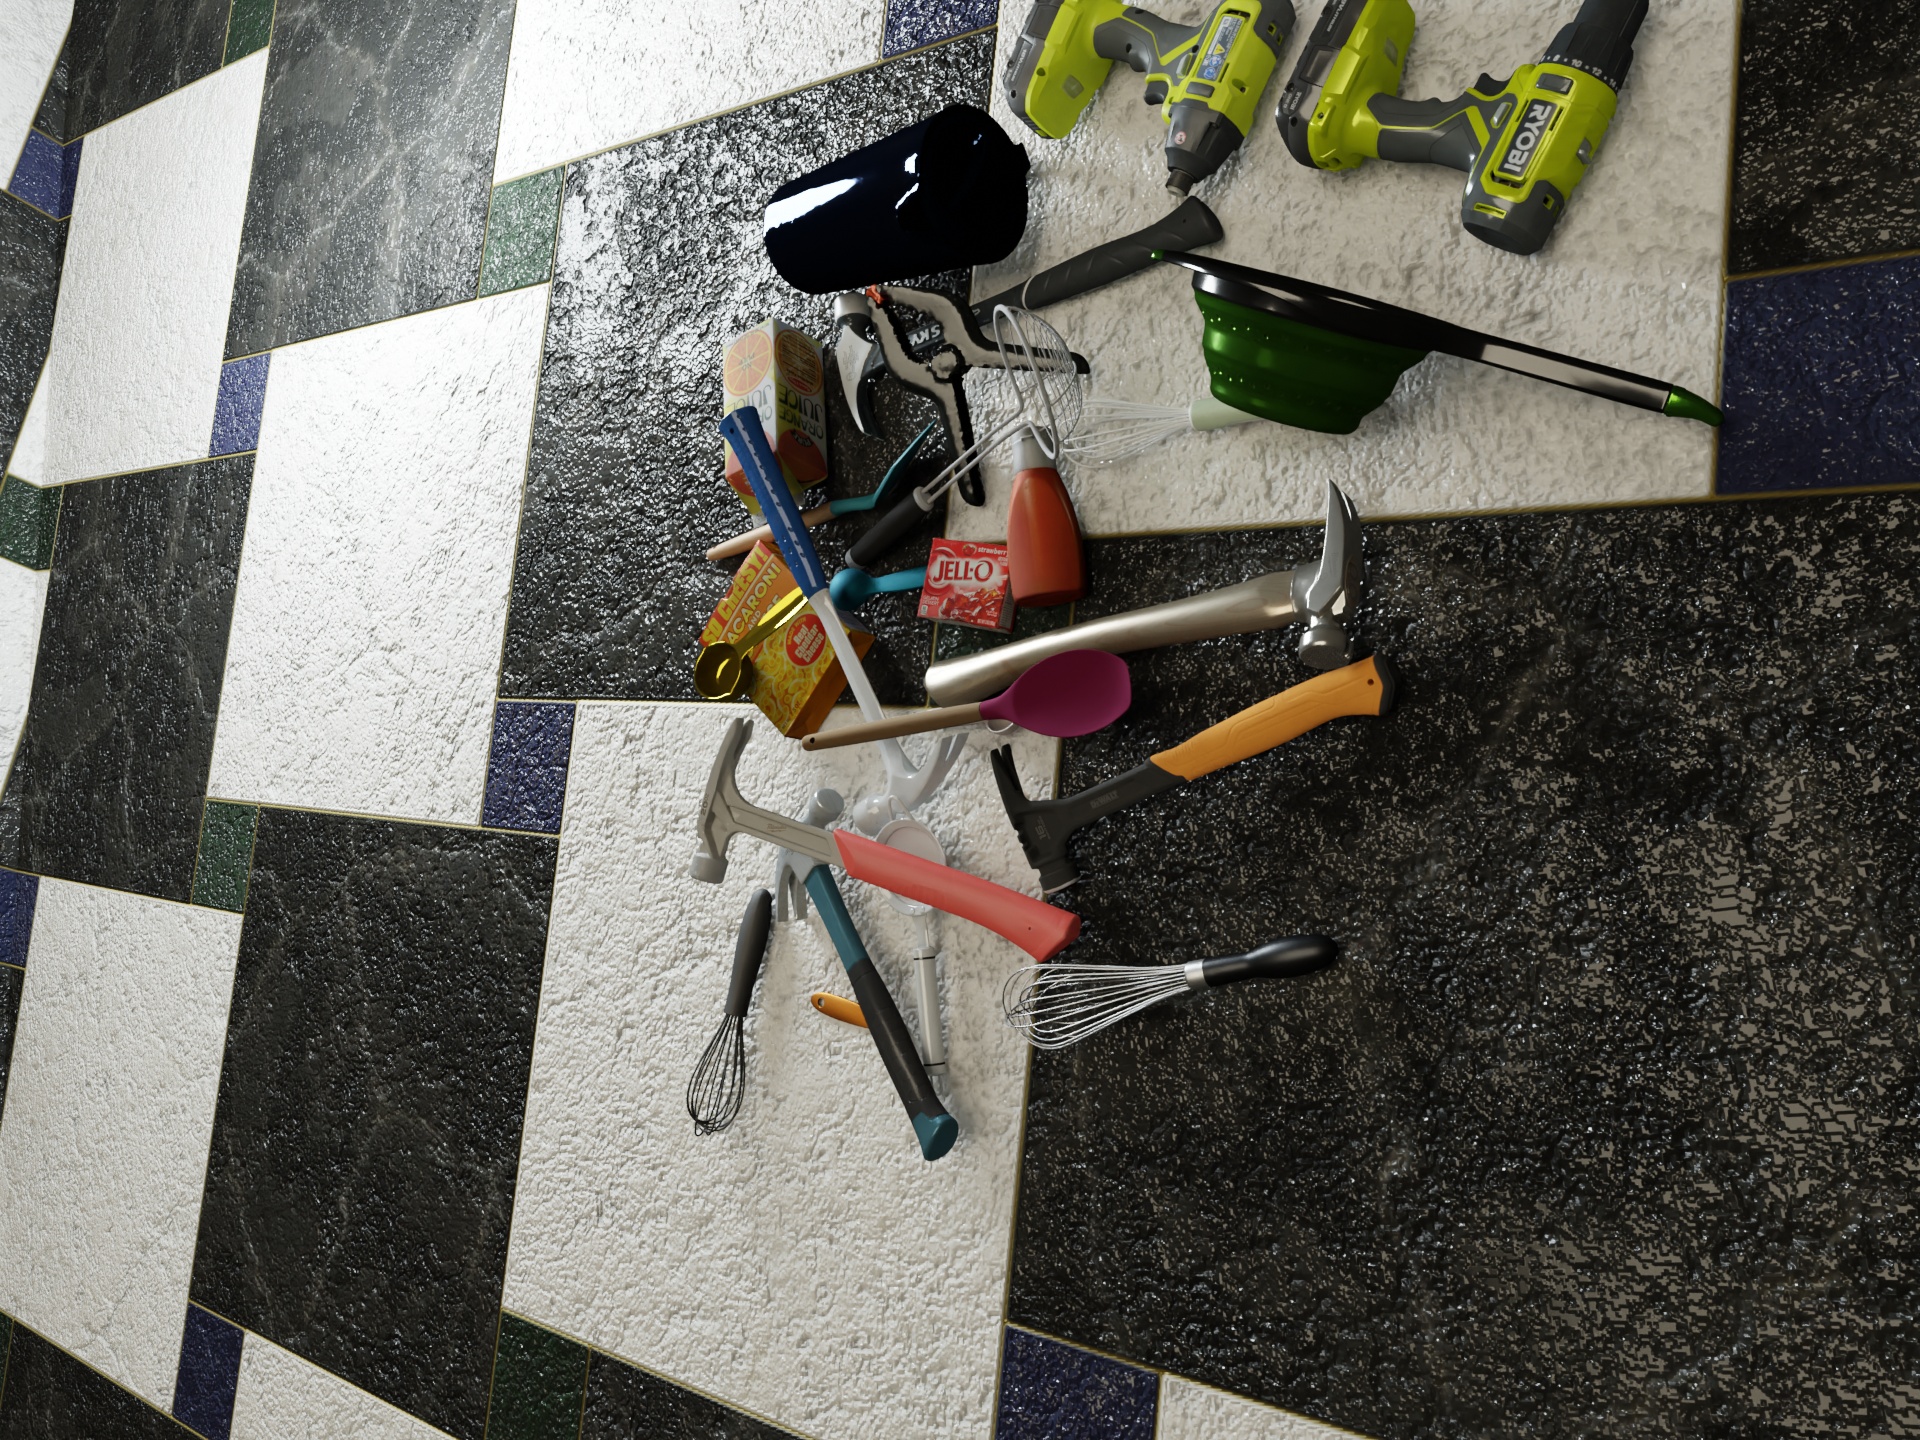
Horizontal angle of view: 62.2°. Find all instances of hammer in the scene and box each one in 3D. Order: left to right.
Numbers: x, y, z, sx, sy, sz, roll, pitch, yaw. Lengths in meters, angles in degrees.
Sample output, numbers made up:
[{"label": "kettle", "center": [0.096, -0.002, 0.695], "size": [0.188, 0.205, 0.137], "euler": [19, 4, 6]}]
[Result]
[{"label": "hammer", "center": [-0.119, -0.106, 1.428], "size": [0.144, 0.035, 0.406], "euler": [-37, 73, 40]}, {"label": "hammer", "center": [-0.083, 0.226, 1.385], "size": [0.128, 0.033, 0.331], "euler": [-55, 51, 37]}, {"label": "hammer", "center": [-0.065, 0.114, 1.347], "size": [0.359, 0.036, 0.149], "euler": [17, 92, 23]}, {"label": "hammer", "center": [0.047, -0.369, 1.413], "size": [0.409, 0.036, 0.149], "euler": [-13, 75, 36]}, {"label": "hammer", "center": [0.132, -0.078, 1.282], "size": [0.411, 0.038, 0.146], "euler": [-12, 57, 40]}, {"label": "hammer", "center": [0.177, 0.021, 1.226], "size": [0.337, 0.034, 0.127], "euler": [-26, 86, 30]}]

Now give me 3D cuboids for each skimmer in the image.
[{"label": "skimmer", "center": [-0.019, -0.217, 1.349], "size": [0.363, 0.090, 0.127], "euler": [-34, 74, 47]}]

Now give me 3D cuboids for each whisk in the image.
[{"label": "whisk", "center": [-0.214, 0.275, 1.501], "size": [0.055, 0.055, 0.239], "euler": [9, 84, 39]}, {"label": "whisk", "center": [0.154, 0.199, 1.216], "size": [0.284, 0.070, 0.070], "euler": [-18, 71, 30]}, {"label": "whisk", "center": [0.183, -0.243, 1.281], "size": [0.246, 0.058, 0.059], "euler": [-2, 115, 35]}]

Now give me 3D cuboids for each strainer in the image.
[{"label": "strainer", "center": [-0.032, 0.193, 1.374], "size": [0.087, 0.050, 0.258], "euler": [-12, 81, 40]}]

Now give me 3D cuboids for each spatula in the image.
[{"label": "spatula", "center": [-0.143, -0.207, 1.529], "size": [0.317, 0.044, 0.082], "euler": [-14, 30, 39]}]

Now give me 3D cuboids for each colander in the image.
[{"label": "colander", "center": [0.314, -0.234, 1.112], "size": [0.397, 0.204, 0.094], "euler": [22, 111, 21]}]

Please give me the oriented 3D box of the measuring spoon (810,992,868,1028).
[{"label": "measuring spoon", "center": [-0.095, 0.265, 1.428], "size": [0.117, 0.011, 0.021], "euler": [11, 89, 39]}]

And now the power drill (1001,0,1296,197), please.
[{"label": "power drill", "center": [0.150, -0.538, 1.334], "size": [0.223, 0.080, 0.171], "euler": [29, 97, 36]}]

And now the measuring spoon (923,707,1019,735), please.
[{"label": "measuring spoon", "center": [0.009, 0.000, 1.393], "size": [0.124, 0.018, 0.034], "euler": [-1, 56, 45]}]

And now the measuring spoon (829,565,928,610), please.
[{"label": "measuring spoon", "center": [-0.067, -0.130, 1.456], "size": [0.128, 0.021, 0.042], "euler": [-8, 66, 27]}]

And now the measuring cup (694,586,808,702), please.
[{"label": "measuring cup", "center": [-0.187, -0.075, 1.507], "size": [0.156, 0.029, 0.062], "euler": [-40, 60, 13]}]

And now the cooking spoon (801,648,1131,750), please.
[{"label": "cooking spoon", "center": [-0.002, -0.004, 1.311], "size": [0.319, 0.017, 0.069], "euler": [-10, 80, 31]}]

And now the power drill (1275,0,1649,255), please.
[{"label": "power drill", "center": [0.363, -0.460, 1.152], "size": [0.229, 0.080, 0.190], "euler": [33, 103, 35]}]
